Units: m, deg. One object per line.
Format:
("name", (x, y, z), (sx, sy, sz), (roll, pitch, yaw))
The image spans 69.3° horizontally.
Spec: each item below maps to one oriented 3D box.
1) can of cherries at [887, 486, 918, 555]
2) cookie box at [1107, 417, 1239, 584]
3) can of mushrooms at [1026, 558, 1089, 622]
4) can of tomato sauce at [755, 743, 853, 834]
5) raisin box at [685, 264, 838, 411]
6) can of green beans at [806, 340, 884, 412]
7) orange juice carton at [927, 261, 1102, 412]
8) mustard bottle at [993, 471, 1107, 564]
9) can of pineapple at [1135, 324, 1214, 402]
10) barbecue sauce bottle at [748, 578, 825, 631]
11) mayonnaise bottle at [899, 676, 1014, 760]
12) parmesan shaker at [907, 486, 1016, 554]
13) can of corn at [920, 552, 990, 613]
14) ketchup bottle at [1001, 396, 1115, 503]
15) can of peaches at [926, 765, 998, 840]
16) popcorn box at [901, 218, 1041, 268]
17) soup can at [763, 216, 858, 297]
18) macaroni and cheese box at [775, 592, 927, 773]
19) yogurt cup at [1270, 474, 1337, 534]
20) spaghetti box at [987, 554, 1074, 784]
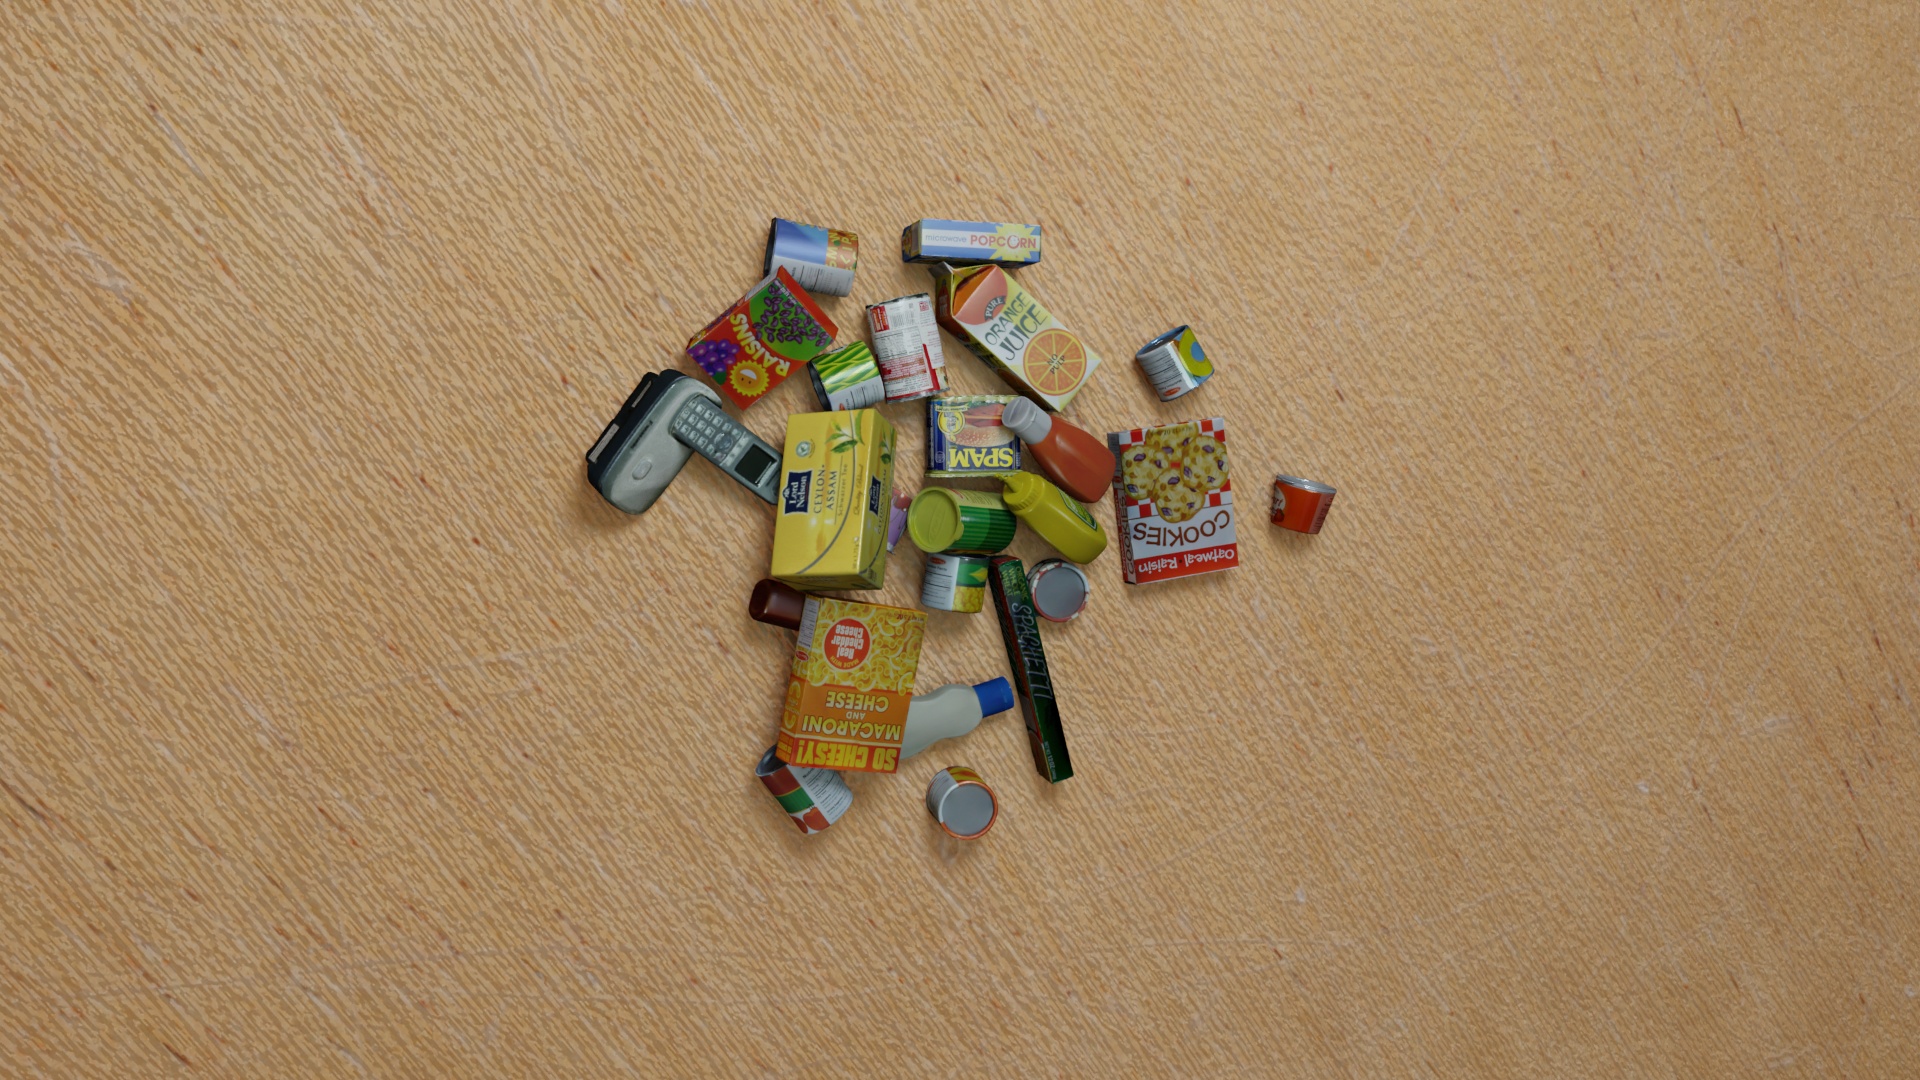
("can of cherries", (-0.081, -0.027, 1.420), (0.071, 0.071, 0.058), (33, 86, -15))
("cookie box", (0.232, -0.043, 1.512), (0.123, 0.040, 0.167), (-9, 97, -13))
("can of mushrooms", (0.102, 0.056, 1.491), (0.071, 0.033, 0.071), (-2, 96, -15))
("can of tomato sauce", (-0.161, 0.249, 1.426), (0.071, 0.071, 0.083), (-37, 107, -8))
("raisin box", (-0.194, -0.197, 1.358), (0.123, 0.040, 0.086), (-35, 114, 18))
("can of green beans", (-0.115, -0.162, 1.398), (0.058, 0.071, 0.071), (-23, 101, -12))
("orange juice carton", (0.045, -0.219, 1.430), (0.192, 0.072, 0.073), (40, 85, -15))
("mustard bottle", (0.089, -0.032, 1.437), (0.048, 0.065, 0.160), (-43, 132, 14))
("can of pineapple", (0.229, -0.190, 1.484), (0.071, 0.071, 0.057), (-34, 103, -8))
("barbecue sauce bottle", (-0.138, 0.079, 1.420), (0.148, 0.065, 0.044), (18, 83, -24))
("mayonnaise bottle", (-0.018, 0.183, 1.471), (0.148, 0.041, 0.064), (-17, 99, -13))
("parmesan shaker", (0.005, -0.018, 1.416), (0.103, 0.071, 0.071), (4, 96, -54))
("can of corn", (-0.004, 0.042, 1.447), (0.071, 0.071, 0.058), (7, 95, -15))
("ketchup bottle", (0.102, -0.097, 1.440), (0.148, 0.043, 0.065), (35, 71, -40))
("can of peaches", (0.004, 0.279, 1.476), (0.071, 0.058, 0.071), (-1, 96, -14))
("popcorn box", (0.010, -0.300, 1.406), (0.127, 0.085, 0.038), (0, 95, -14))
("soup can", (-0.149, -0.282, 1.378), (0.084, 0.071, 0.071), (8, 94, -15))
("macaroni and cheese box", (-0.108, 0.144, 1.388), (0.124, 0.040, 0.166), (11, 90, -32))
("yogurt cup", (0.377, -0.039, 1.537), (0.072, 0.072, 0.053), (10, 102, -15))
("spaghetti box", (0.073, 0.136, 1.484), (0.029, 0.050, 0.249), (-16, 99, -14))
